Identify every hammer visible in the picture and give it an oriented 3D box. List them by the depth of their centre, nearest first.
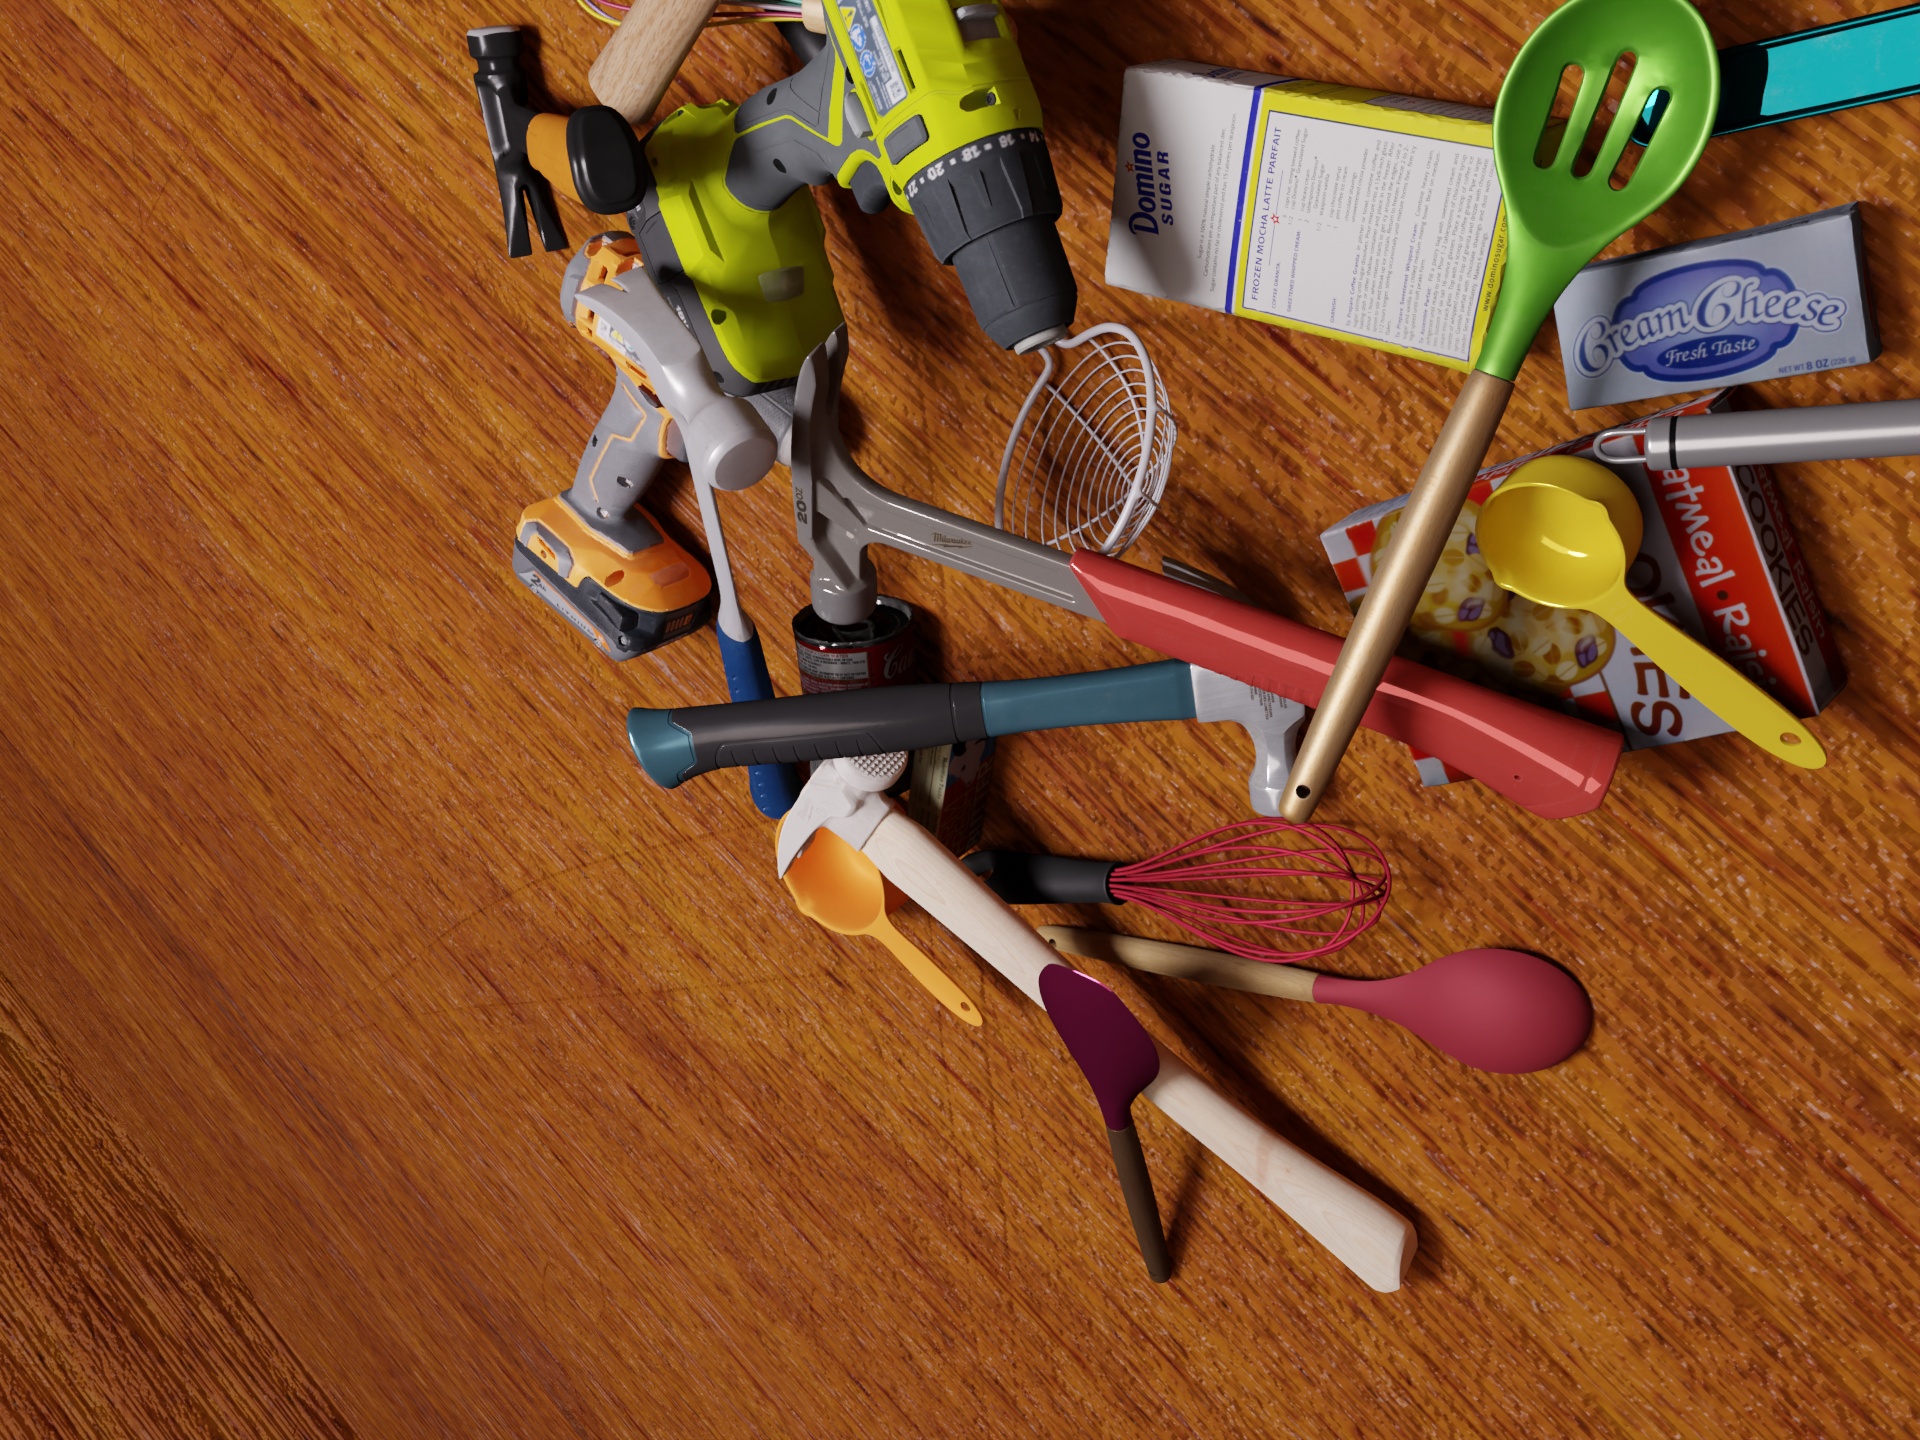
[{"bbox_3d":[-0.068,-0.367,0.639,0.130,0.031,0.331,53,133,-1],"label":"hammer"},{"bbox_3d":[0.092,-0.049,0.660,0.359,0.037,0.149,21,140,16],"label":"hammer"},{"bbox_3d":[-0.001,-0.002,0.776,0.331,0.033,0.128,-6,108,10],"label":"hammer"},{"bbox_3d":[-0.204,-0.280,0.797,0.337,0.034,0.127,-134,34,-59],"label":"hammer"},{"bbox_3d":[-0.123,-0.063,0.846,0.144,0.035,0.405,55,164,26],"label":"hammer"},{"bbox_3d":[0.073,0.168,0.868,0.410,0.038,0.146,40,143,3],"label":"hammer"}]

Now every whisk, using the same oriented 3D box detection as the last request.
[{"bbox_3d":[-0.087,-0.335,0.729,0.245,0.051,0.047,19,92,20],"label":"whisk"},{"bbox_3d":[0.098,0.086,0.836,0.296,0.073,0.073,-4,110,48],"label":"whisk"}]

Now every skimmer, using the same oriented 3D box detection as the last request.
[{"bbox_3d":[-0.023,-0.226,0.743,0.363,0.090,0.127,54,138,4],"label":"skimmer"}]

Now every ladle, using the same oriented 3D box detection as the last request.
[{"bbox_3d":[0.164,0.133,0.827,0.315,0.031,0.069,4,116,42],"label":"ladle"}]

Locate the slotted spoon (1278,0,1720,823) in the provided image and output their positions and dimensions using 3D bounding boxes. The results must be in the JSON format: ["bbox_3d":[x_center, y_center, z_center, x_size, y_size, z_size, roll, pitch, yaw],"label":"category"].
[{"bbox_3d":[0.180,-0.101,0.577,0.070,0.031,0.313,25,110,15],"label":"slotted spoon"}]

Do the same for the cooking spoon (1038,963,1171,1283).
[{"bbox_3d":[0.091,0.233,0.875,0.069,0.017,0.318,19,145,32],"label":"cooking spoon"}]

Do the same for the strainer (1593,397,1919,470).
[{"bbox_3d":[0.340,-0.099,0.509,0.258,0.050,0.086,1,141,31],"label":"strainer"}]

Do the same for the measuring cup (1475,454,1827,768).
[{"bbox_3d":[0.261,-0.040,0.589,0.156,0.029,0.062,40,151,1],"label":"measuring cup"}]

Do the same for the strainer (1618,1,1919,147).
[{"bbox_3d":[0.346,-0.200,0.432,0.340,0.095,0.211,1,113,40],"label":"strainer"}]

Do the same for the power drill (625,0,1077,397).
[{"bbox_3d":[-0.048,-0.225,0.688,0.228,0.080,0.190,-15,98,53],"label":"power drill"}]

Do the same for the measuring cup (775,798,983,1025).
[{"bbox_3d":[-0.036,0.111,0.970,0.174,0.052,0.095,45,134,10],"label":"measuring cup"}]

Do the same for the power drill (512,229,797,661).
[{"bbox_3d":[-0.168,-0.142,0.929,0.185,0.084,0.226,38,128,18],"label":"power drill"}]
